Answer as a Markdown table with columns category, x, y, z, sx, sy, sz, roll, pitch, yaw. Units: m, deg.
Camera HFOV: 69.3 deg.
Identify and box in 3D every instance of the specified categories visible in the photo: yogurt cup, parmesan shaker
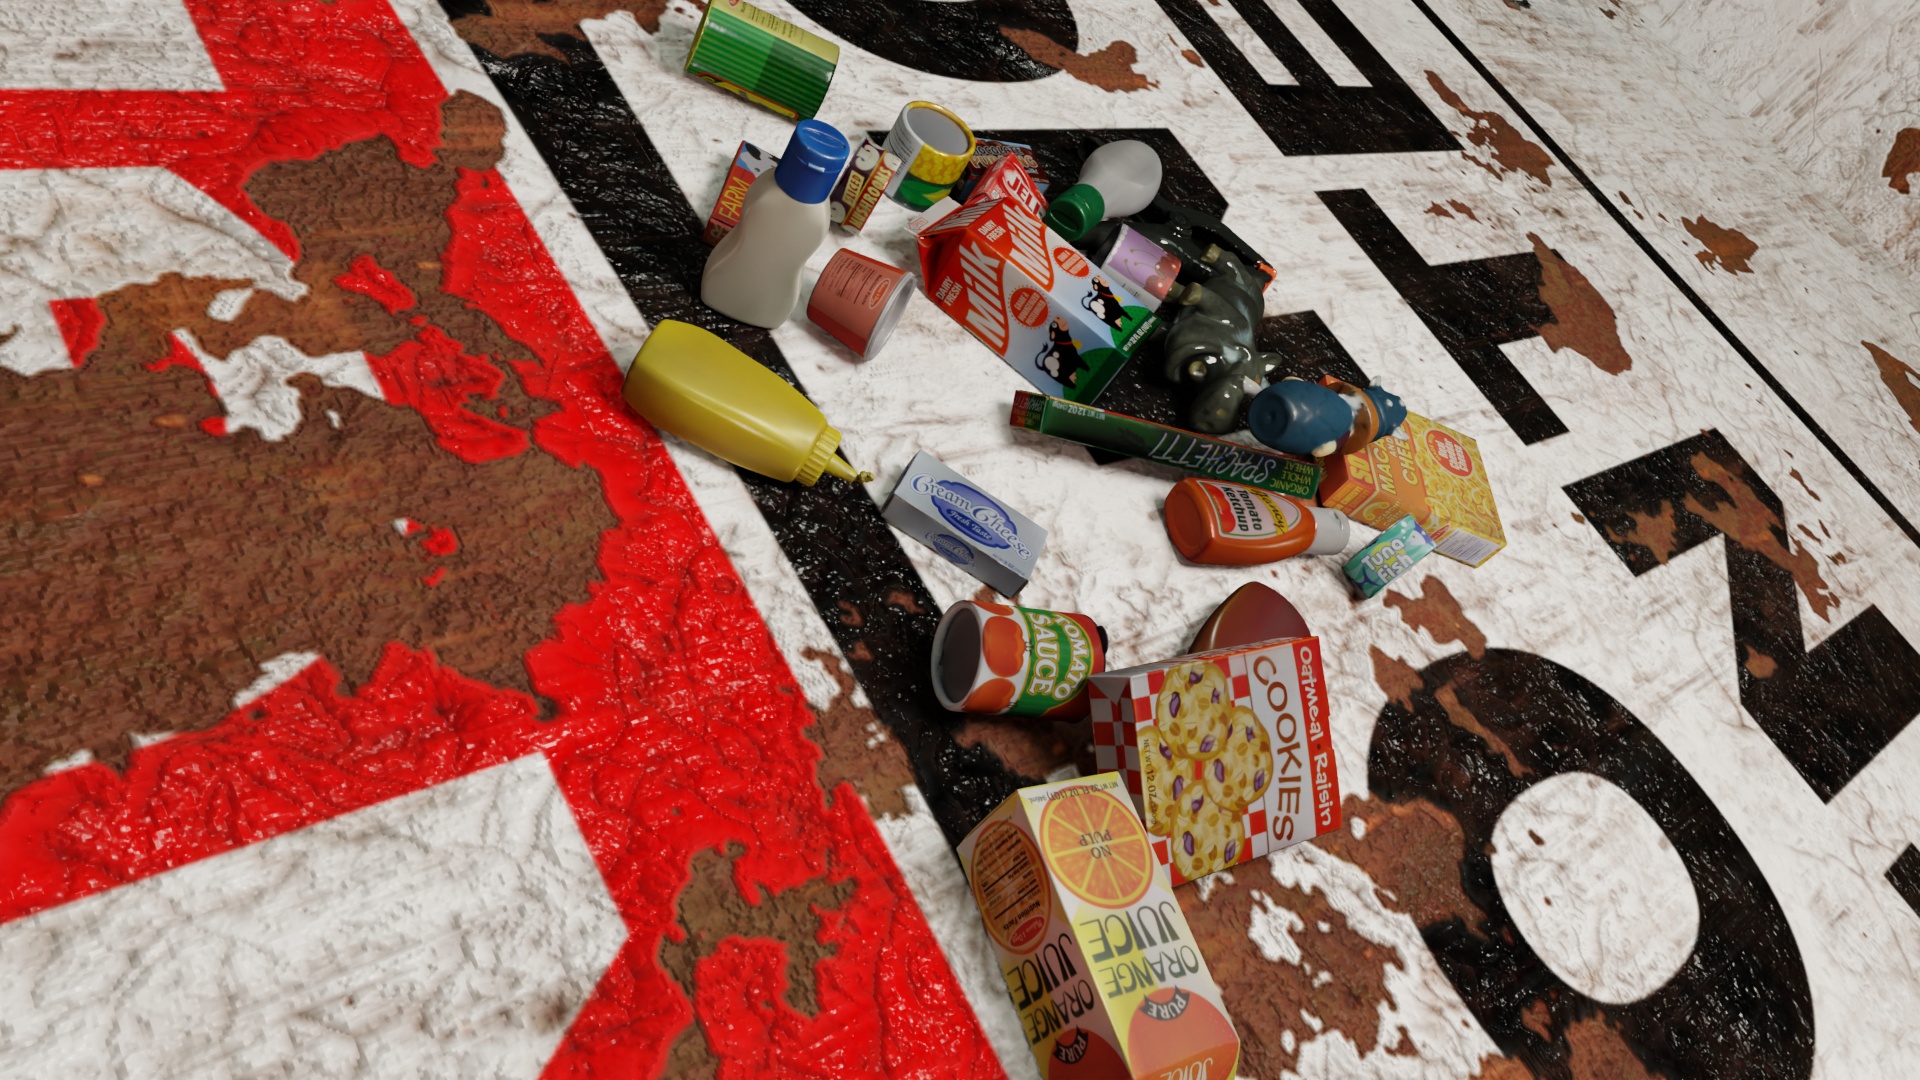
| category | x | y | z | sx | sy | sz | roll | pitch | yaw |
| --- | --- | --- | --- | --- | --- | --- | --- | --- | --- |
| yogurt cup | -0.070 | -0.165 | 0.954 | 0.054 | 0.072 | 0.073 | 29 | 43 | 1 |
| parmesan shaker | -0.152 | -0.370 | 1.068 | 0.103 | 0.071 | 0.072 | 20 | 46 | -19 |

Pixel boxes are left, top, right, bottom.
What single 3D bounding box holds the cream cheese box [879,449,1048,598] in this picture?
| category | x | y | z | sx | sy | sz | roll | pitch | yaw |
| --- | --- | --- | --- | --- | --- | --- | --- | --- | --- |
| cream cheese box | 0.003 | -0.011 | 0.900 | 0.104 | 0.024 | 0.054 | 32 | 42 | -6 |

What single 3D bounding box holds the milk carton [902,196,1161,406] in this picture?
| category | x | y | z | sx | sy | sz | roll | pitch | yaw |
| --- | --- | --- | --- | --- | --- | --- | --- | --- | --- |
| milk carton | 0.047 | -0.187 | 1.040 | 0.190 | 0.073 | 0.073 | 40 | 43 | 3 |

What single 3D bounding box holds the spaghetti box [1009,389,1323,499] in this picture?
| category | x | y | z | sx | sy | sz | roll | pitch | yaw |
| --- | --- | --- | --- | --- | --- | --- | --- | --- | --- |
| spaghetti box | 0.156 | -0.070 | 1.028 | 0.250 | 0.028 | 0.050 | 11 | 7 | -26 |

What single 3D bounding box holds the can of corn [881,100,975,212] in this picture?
| category | x | y | z | sx | sy | sz | roll | pitch | yaw |
| --- | --- | --- | --- | --- | --- | --- | --- | --- | --- |
| can of corn | -0.027 | -0.305 | 1.102 | 0.071 | 0.058 | 0.071 | 18 | 47 | -20 |

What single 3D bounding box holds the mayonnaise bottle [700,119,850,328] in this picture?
| category | x | y | z | sx | sy | sz | roll | pitch | yaw |
| --- | --- | --- | --- | --- | --- | --- | --- | --- | --- |
| mayonnaise bottle | -0.116 | -0.202 | 0.892 | 0.065 | 0.147 | 0.041 | 18 | 47 | -20 |

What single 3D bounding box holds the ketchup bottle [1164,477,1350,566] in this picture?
| category | x | y | z | sx | sy | sz | roll | pitch | yaw |
| --- | --- | --- | --- | --- | --- | --- | --- | --- | --- |
| ketchup bottle | 0.223 | -0.010 | 1.029 | 0.149 | 0.043 | 0.065 | 4 | 53 | -31 |

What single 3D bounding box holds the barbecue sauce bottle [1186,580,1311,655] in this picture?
| category | x | y | z | sx | sy | sz | roll | pitch | yaw |
| --- | --- | --- | --- | --- | --- | --- | --- | --- | --- |
| barbecue sauce bottle | 0.177 | 0.085 | 0.919 | 0.065 | 0.043 | 0.149 | 45 | 44 | 8 |

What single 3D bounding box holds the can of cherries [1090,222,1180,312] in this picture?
| category | x | y | z | sx | sy | sz | roll | pitch | yaw |
| --- | --- | --- | --- | --- | --- | --- | --- | --- | --- |
| can of cherries | 0.138 | -0.217 | 1.129 | 0.058 | 0.071 | 0.072 | 30 | 44 | -9 |

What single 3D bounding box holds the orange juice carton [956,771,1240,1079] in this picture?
| category | x | y | z | sx | sy | sz | roll | pitch | yaw |
| --- | --- | --- | --- | --- | --- | --- | --- | --- | --- |
| orange juice carton | 0.075 | 0.224 | 0.713 | 0.072 | 0.072 | 0.193 | -3 | 57 | -35 |

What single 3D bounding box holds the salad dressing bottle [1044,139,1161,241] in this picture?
| category | x | y | z | sx | sy | sz | roll | pitch | yaw |
| --- | --- | --- | --- | --- | --- | --- | --- | --- | --- |
| salad dressing bottle | 0.118 | -0.288 | 1.146 | 0.064 | 0.043 | 0.148 | 36 | 43 | 8 |

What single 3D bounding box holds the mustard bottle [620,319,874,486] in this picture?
| category | x | y | z | sx | sy | sz | roll | pitch | yaw |
| --- | --- | --- | --- | --- | --- | --- | --- | --- | --- |
| mustard bottle | -0.125 | -0.072 | 0.849 | 0.160 | 0.048 | 0.066 | 31 | 44 | -9 |

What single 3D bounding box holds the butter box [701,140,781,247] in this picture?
| category | x | y | z | sx | sy | sz | roll | pitch | yaw |
| --- | --- | --- | --- | --- | --- | --- | --- | --- | --- |
| butter box | -0.147 | -0.241 | 0.994 | 0.053 | 0.024 | 0.104 | 24 | 45 | -15 |

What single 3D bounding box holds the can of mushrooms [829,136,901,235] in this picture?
| category | x | y | z | sx | sy | sz | roll | pitch | yaw |
| --- | --- | --- | --- | --- | --- | --- | --- | --- | --- |
| can of mushrooms | -0.074 | -0.261 | 1.027 | 0.033 | 0.070 | 0.071 | 31 | 44 | -10 |

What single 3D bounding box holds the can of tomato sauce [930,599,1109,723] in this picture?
| category | x | y | z | sx | sy | sz | roll | pitch | yaw |
| --- | --- | --- | --- | --- | --- | --- | --- | --- | --- |
| can of tomato sauce | 0.034 | 0.071 | 0.818 | 0.083 | 0.070 | 0.071 | 9 | 50 | -27 |

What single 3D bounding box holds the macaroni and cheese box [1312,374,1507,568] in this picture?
| category | x | y | z | sx | sy | sz | roll | pitch | yaw |
| --- | --- | --- | --- | --- | --- | --- | --- | --- | --- |
| macaroni and cheese box | 0.371 | -0.057 | 1.168 | 0.166 | 0.040 | 0.124 | 19 | 47 | -20 |

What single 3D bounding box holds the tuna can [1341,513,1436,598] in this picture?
| category | x | y | z | sx | sy | sz | roll | pitch | yaw |
| --- | --- | --- | --- | --- | --- | --- | --- | --- | --- |
| tuna can | 0.327 | 0.012 | 1.059 | 0.071 | 0.070 | 0.033 | -24 | 71 | -43 |

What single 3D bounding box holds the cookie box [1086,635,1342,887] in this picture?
| category | x | y | z | sx | sy | sz | roll | pitch | yaw |
| --- | --- | --- | --- | --- | --- | --- | --- | --- | --- |
| cookie box | 0.156 | 0.129 | 0.831 | 0.168 | 0.040 | 0.123 | -6 | 89 | -37 |

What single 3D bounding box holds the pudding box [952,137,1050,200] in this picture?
| category | x | y | z | sx | sy | sz | roll | pitch | yaw |
| --- | --- | --- | --- | --- | --- | --- | --- | --- | --- |
| pudding box | 0.028 | -0.308 | 1.161 | 0.084 | 0.030 | 0.050 | -2 | 56 | -35 |
